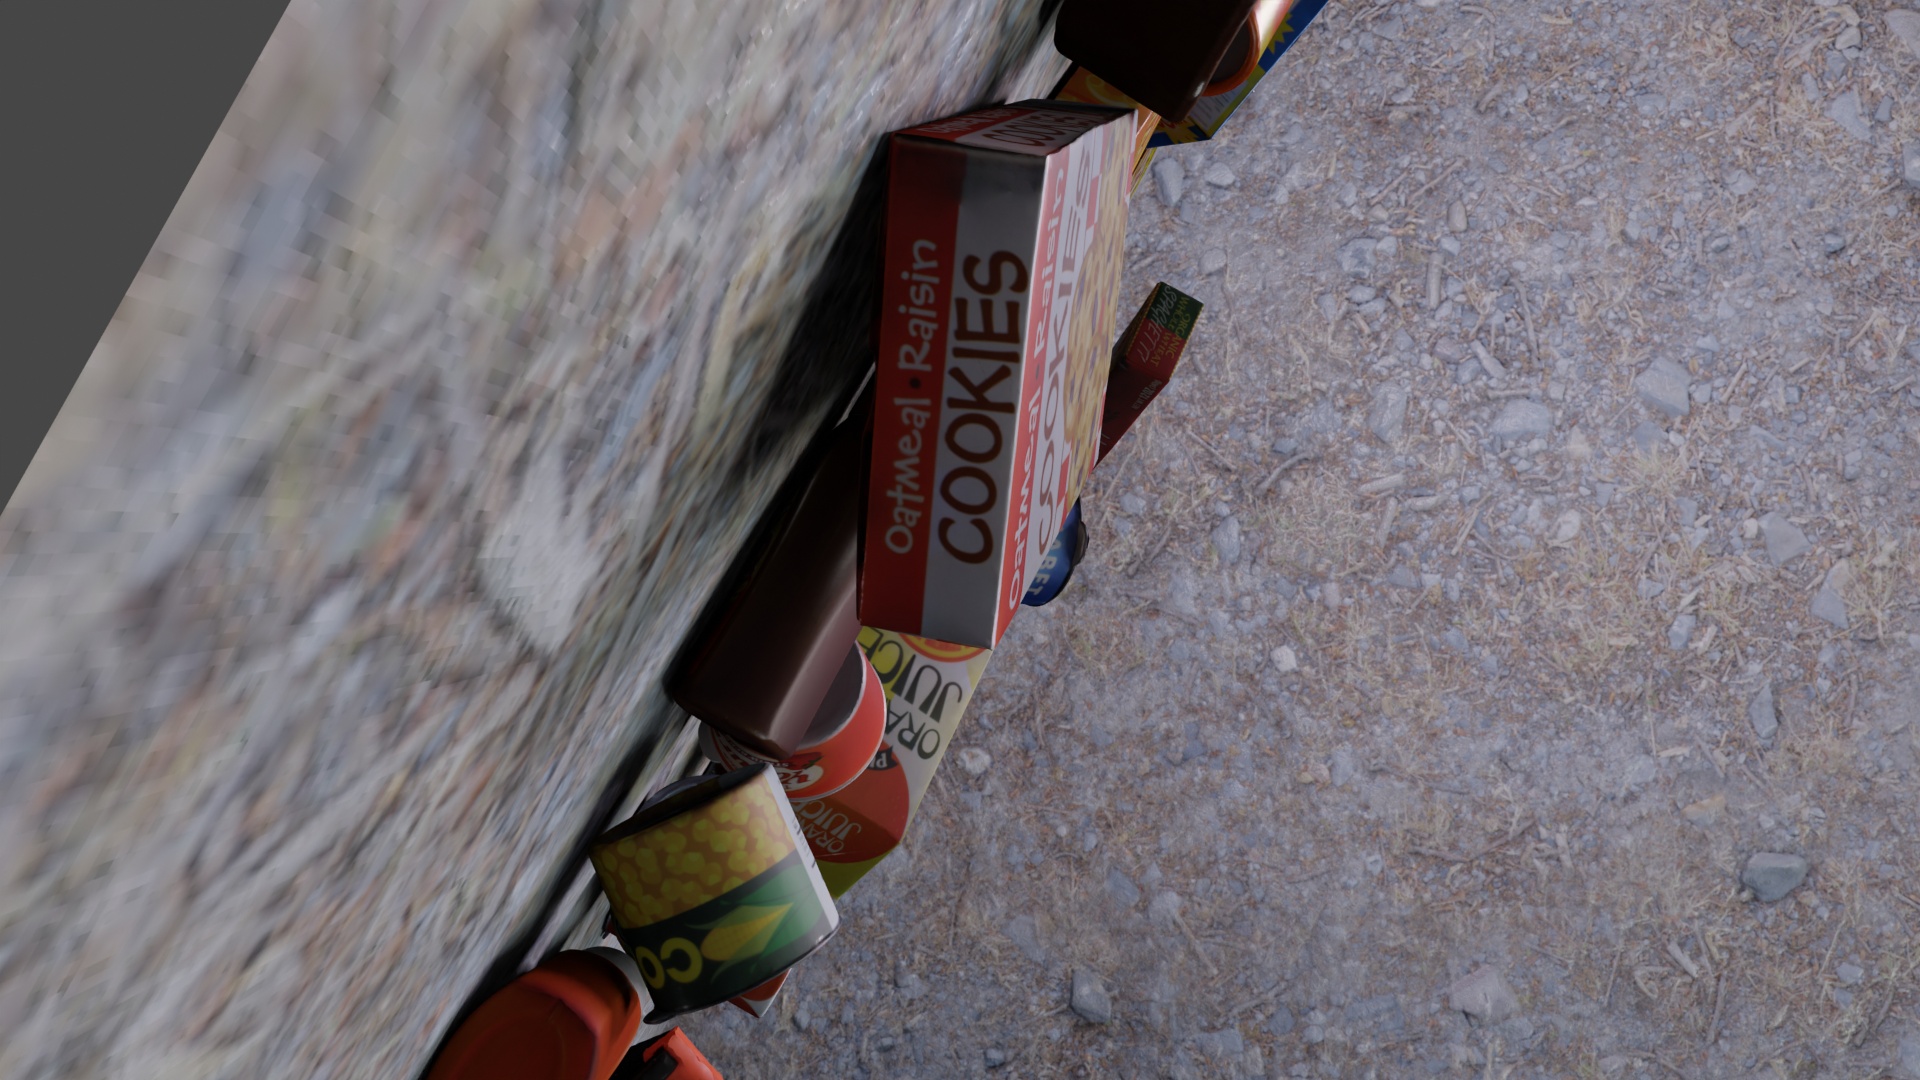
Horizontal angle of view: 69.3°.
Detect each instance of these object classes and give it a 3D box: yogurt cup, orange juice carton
[{"bbox_3d":[-0.061,0.057,0.509,0.072,0.072,0.053,-60,171,-21],"label":"yogurt cup"},{"bbox_3d":[-0.047,0.074,0.647,0.073,0.071,0.193,-15,-137,58],"label":"orange juice carton"}]

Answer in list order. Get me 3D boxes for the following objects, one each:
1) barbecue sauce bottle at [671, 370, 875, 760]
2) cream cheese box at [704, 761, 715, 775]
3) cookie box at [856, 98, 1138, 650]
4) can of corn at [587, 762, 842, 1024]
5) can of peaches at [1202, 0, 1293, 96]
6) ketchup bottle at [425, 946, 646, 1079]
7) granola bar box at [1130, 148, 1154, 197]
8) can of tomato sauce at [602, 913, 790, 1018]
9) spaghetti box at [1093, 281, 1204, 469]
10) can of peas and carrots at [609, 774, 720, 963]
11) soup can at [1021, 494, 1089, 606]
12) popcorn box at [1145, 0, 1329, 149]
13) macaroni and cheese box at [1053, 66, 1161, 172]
[{"bbox_3d":[-0.039,-0.002,0.461,0.149,0.044,0.064,-61,-179,-15],"label":"barbecue sauce bottle"},{"bbox_3d":[-0.106,0.104,0.728,0.104,0.024,0.053,-60,180,-23],"label":"cream cheese box"},{"bbox_3d":[0.015,-0.059,0.400,0.168,0.040,0.122,-54,152,-66],"label":"cookie box"},{"bbox_3d":[-0.082,0.113,0.453,0.071,0.058,0.071,-23,-179,1],"label":"can of corn"},{"bbox_3d":[0.097,-0.217,0.548,0.058,0.071,0.071,-60,179,-25],"label":"can of peaches"},{"bbox_3d":[-0.133,0.165,0.460,0.065,0.043,0.148,-57,179,-9],"label":"ketchup bottle"},{"bbox_3d":[0.088,-0.224,0.845,0.124,0.039,0.165,-60,179,-1],"label":"granola bar box"},{"bbox_3d":[-0.113,0.174,0.646,0.071,0.083,0.071,-61,179,-1],"label":"can of tomato sauce"},{"bbox_3d":[0.083,-0.076,0.813,0.050,0.029,0.249,-63,-178,-17],"label":"spaghetti box"},{"bbox_3d":[-0.102,0.136,0.544,0.071,0.071,0.058,-60,180,-38],"label":"can of peas and carrots"},{"bbox_3d":[0.002,-0.008,0.602,0.071,0.084,0.071,-22,-116,58],"label":"soup can"},{"bbox_3d":[0.120,-0.242,0.696,0.085,0.038,0.127,-49,-164,4],"label":"popcorn box"},{"bbox_3d":[0.039,-0.140,0.602,0.167,0.040,0.123,-60,179,-37],"label":"macaroni and cheese box"}]
